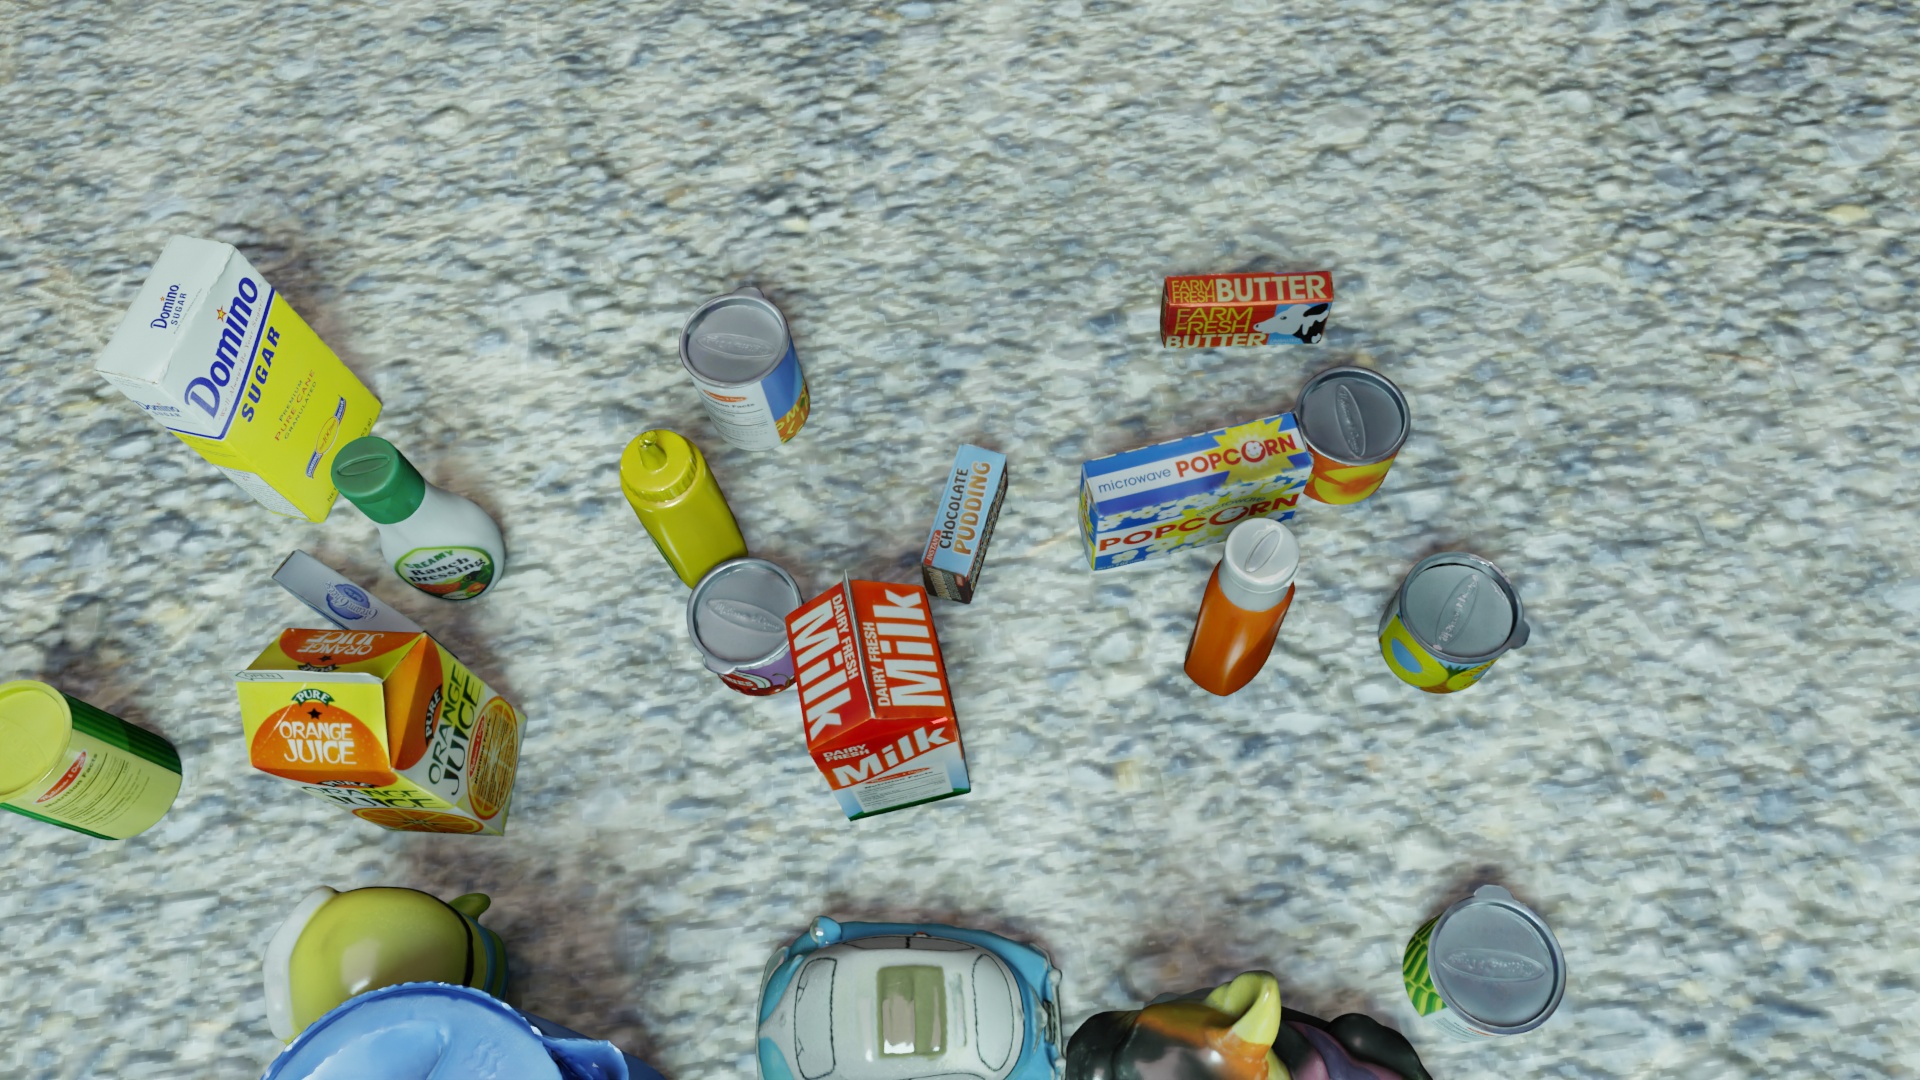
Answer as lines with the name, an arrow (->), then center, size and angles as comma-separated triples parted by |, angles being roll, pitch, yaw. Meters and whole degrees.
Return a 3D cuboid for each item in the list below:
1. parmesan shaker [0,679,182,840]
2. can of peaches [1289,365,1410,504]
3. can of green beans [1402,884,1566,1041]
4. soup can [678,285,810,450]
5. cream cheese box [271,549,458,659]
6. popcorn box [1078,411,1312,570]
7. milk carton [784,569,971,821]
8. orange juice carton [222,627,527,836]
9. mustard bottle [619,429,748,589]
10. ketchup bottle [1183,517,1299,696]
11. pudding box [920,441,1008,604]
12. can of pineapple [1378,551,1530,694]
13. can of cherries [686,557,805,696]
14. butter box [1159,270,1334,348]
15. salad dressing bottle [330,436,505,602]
parmesan shaker -> -0.494, 0.126, 0.768 | 0.071, 0.102, 0.071 | -1, 66, 3
can of peaches -> 0.227, -0.062, 0.832 | 0.071, 0.058, 0.071 | -1, 66, 3
can of green beans -> 0.264, 0.218, 0.705 | 0.071, 0.057, 0.071 | -1, 66, 3
soup can -> -0.131, -0.105, 0.859 | 0.071, 0.083, 0.071 | -1, 66, 3
cream cheese box -> -0.351, 0.047, 0.822 | 0.104, 0.053, 0.024 | 29, 71, 15
popcorn box -> 0.133, -0.027, 0.807 | 0.127, 0.085, 0.038 | -14, 66, -2
milk carton -> -0.041, 0.082, 0.712 | 0.073, 0.189, 0.072 | -13, 66, -2
orange juice carton -> -0.297, 0.097, 0.720 | 0.072, 0.192, 0.073 | 2, 67, 5
mustard bottle -> -0.160, -0.024, 0.783 | 0.049, 0.159, 0.065 | -30, 68, -9
ketchup bottle -> 0.153, 0.034, 0.744 | 0.043, 0.148, 0.065 | 33, 72, 16
pudding box -> 0.003, -0.010, 0.827 | 0.030, 0.049, 0.084 | 14, 68, 10
can of pineapple -> 0.275, 0.049, 0.780 | 0.071, 0.057, 0.071 | -1, 66, 3
can of cherries -> -0.121, 0.053, 0.802 | 0.071, 0.058, 0.072 | -1, 66, 3
butter box -> 0.178, -0.145, 0.874 | 0.103, 0.053, 0.024 | -1, 66, 3
salad dressing bottle -> -0.309, -0.011, 0.793 | 0.064, 0.147, 0.044 | -14, 66, -2
